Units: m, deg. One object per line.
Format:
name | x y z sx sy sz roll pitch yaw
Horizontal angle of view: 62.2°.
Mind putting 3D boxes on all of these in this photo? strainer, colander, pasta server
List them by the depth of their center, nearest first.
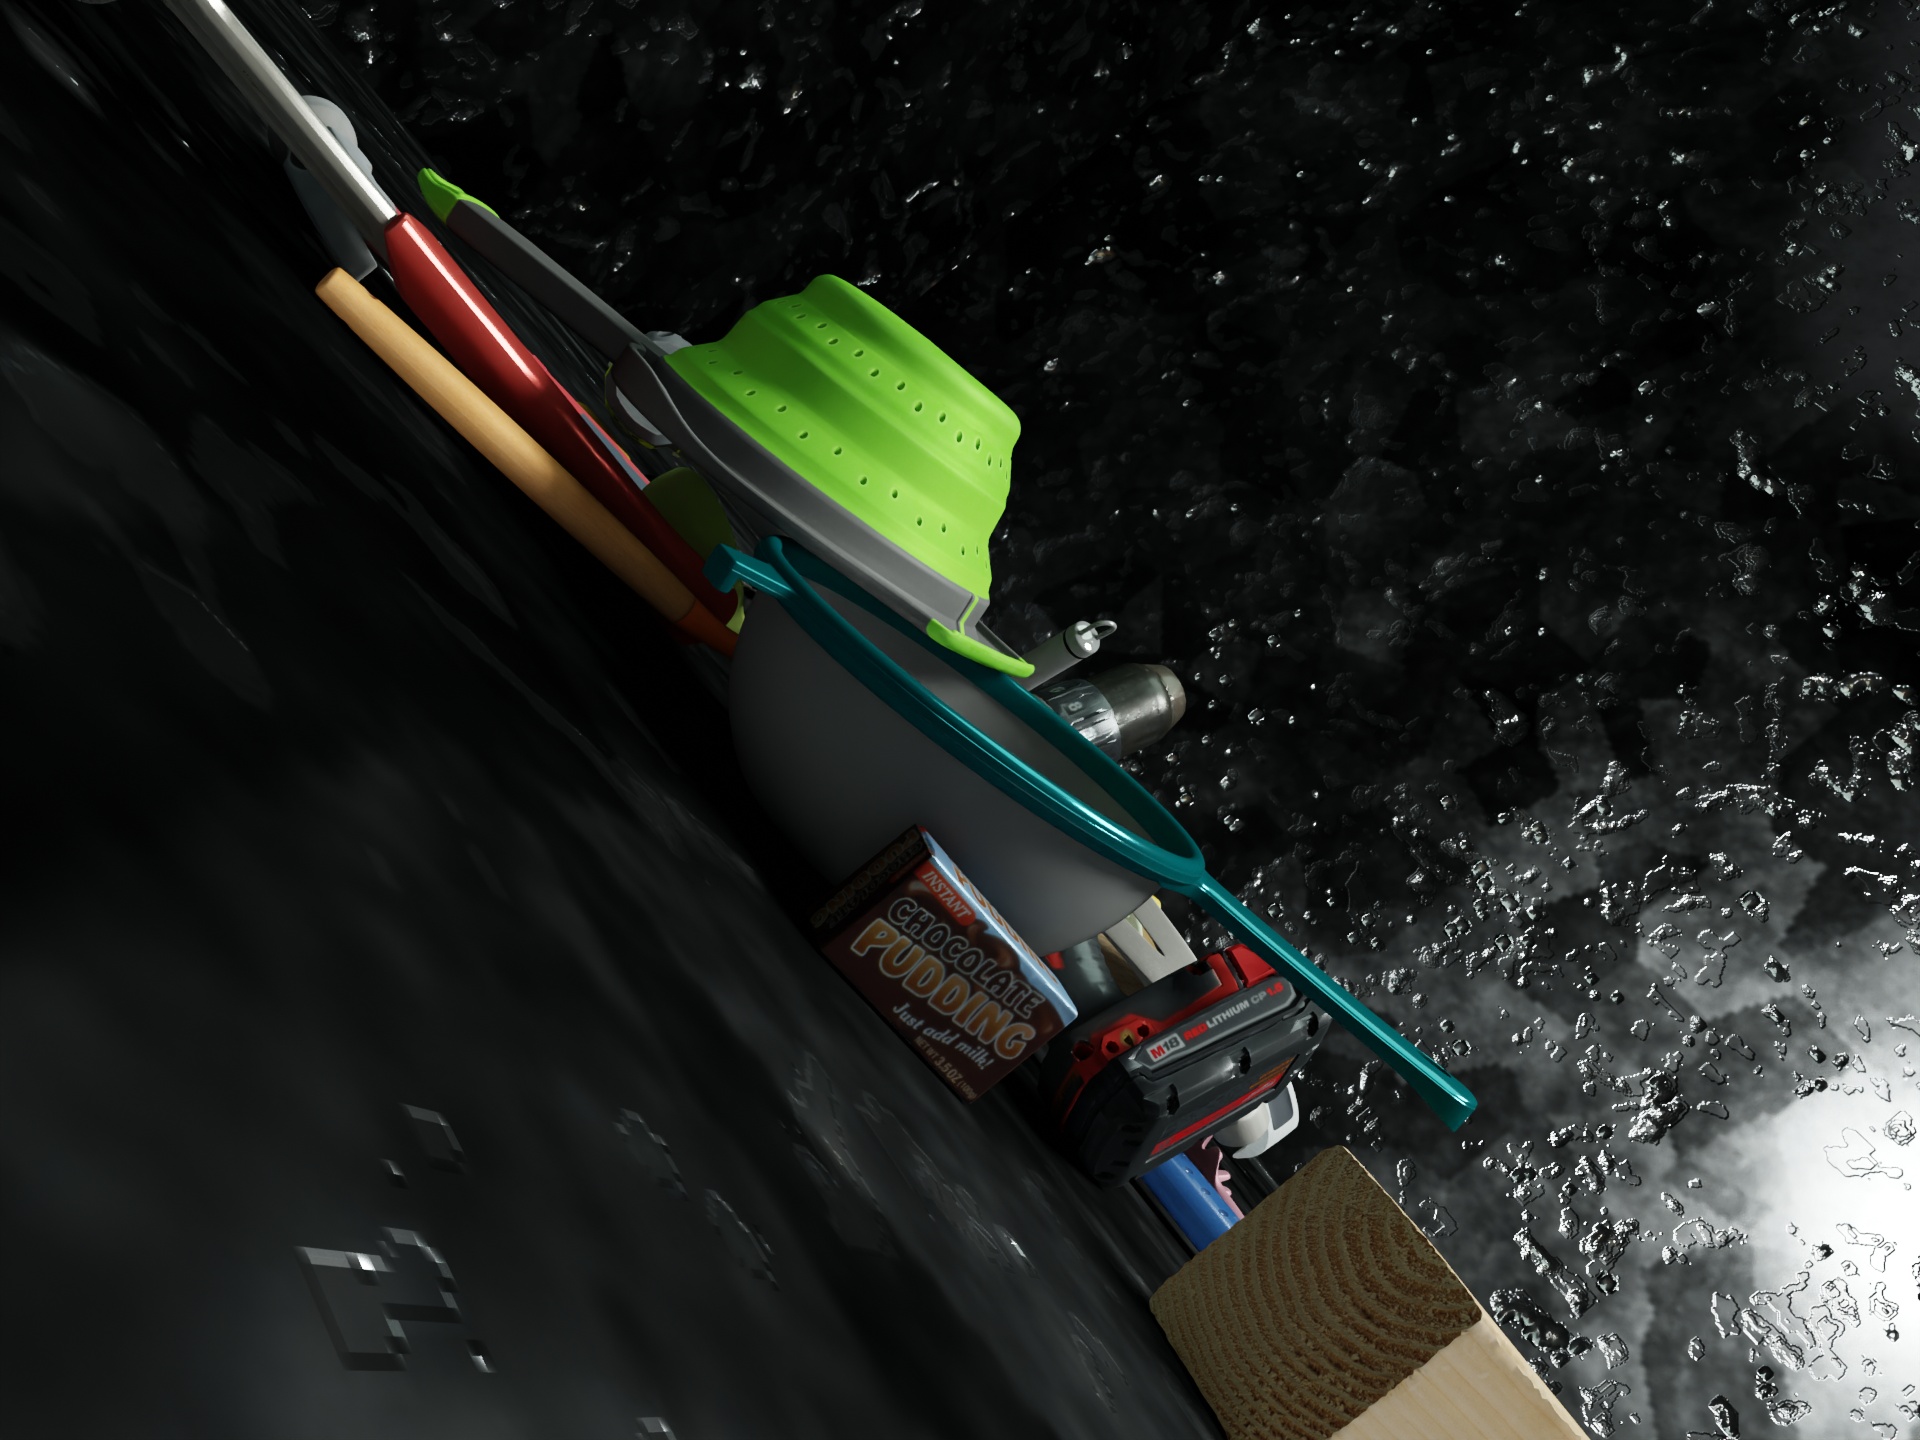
strainer | 0.034 0.066 0.610 0.340 0.095 0.211 39 8 7
colander | -0.100 -0.175 0.721 0.397 0.094 0.204 40 8 20
strainer | -0.001 -0.003 0.924 0.086 0.258 0.050 21 55 -33
pasta server | 0.185 0.321 0.946 0.316 0.040 0.060 -126 -158 -68

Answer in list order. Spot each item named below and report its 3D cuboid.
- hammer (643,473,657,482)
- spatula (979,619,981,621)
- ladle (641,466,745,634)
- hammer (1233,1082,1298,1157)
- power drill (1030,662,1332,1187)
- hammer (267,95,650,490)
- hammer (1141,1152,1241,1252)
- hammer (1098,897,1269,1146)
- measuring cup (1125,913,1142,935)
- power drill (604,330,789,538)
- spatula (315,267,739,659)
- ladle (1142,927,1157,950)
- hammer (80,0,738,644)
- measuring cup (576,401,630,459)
hammer | -0.141 -0.071 1.126 0.127 0.034 0.336 51 1 36
spatula | -0.035 -0.024 1.150 0.060 0.018 0.316 18 27 1
ladle | -0.055 -0.022 0.859 0.319 0.062 0.078 38 -10 -36
hammer | 0.116 0.190 1.074 0.331 0.033 0.128 26 -37 62
power drill | 0.070 0.073 0.728 0.227 0.188 0.080 54 -29 28
hammer | -0.206 -0.152 0.846 0.143 0.038 0.385 52 1 38
hammer | 0.052 0.162 0.812 0.405 0.035 0.144 50 0 10
hammer | 0.045 0.108 0.888 0.332 0.031 0.130 30 -32 56
measuring cup | 0.085 0.158 0.922 0.083 0.038 0.167 50 -22 38
power drill | -0.134 -0.148 1.012 0.228 0.080 0.191 45 -3 -14
spatula | -0.137 -0.055 0.653 0.322 0.041 0.081 46 3 -33
ladle | 0.102 0.123 1.027 0.069 0.031 0.315 41 -5 24
hammer | -0.188 -0.154 0.616 0.149 0.037 0.358 20 -25 43
measuring cup | -0.222 -0.167 1.005 0.062 0.029 0.156 50 2 -1
